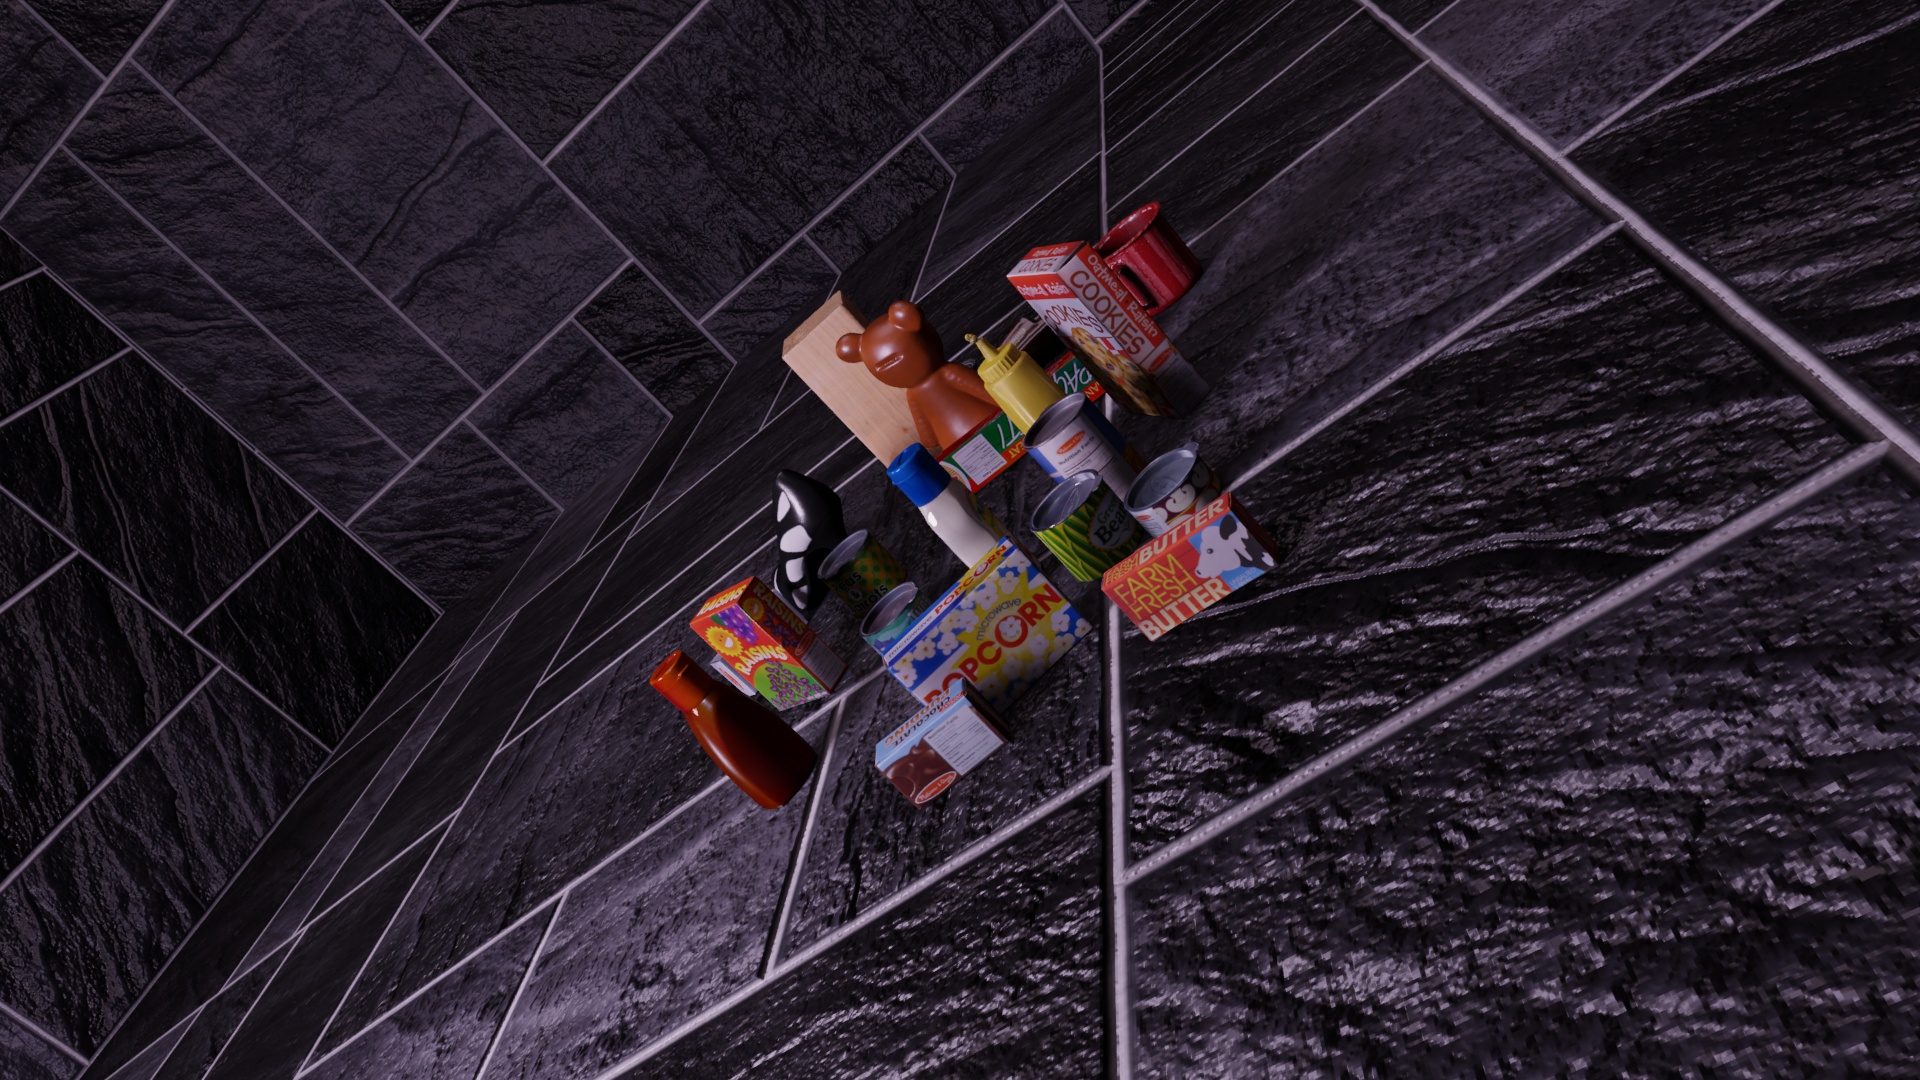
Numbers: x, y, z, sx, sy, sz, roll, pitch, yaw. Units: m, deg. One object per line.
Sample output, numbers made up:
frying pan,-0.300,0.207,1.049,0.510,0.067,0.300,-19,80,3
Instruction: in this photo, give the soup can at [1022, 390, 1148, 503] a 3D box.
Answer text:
soup can,0.101,-0.069,1.122,0.071,0.083,0.071,-38,19,16

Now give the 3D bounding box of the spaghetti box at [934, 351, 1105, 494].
spaghetti box,0.055,-0.111,1.362,0.249,0.050,0.029,-37,19,18

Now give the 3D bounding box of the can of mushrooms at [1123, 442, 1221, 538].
can of mushrooms,0.157,-0.036,1.014,0.071,0.033,0.071,-38,19,16

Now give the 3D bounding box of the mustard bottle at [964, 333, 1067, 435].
mustard bottle,0.062,-0.122,1.199,0.049,0.160,0.065,-46,18,-6

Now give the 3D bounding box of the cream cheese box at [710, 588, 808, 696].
cream cheese box,-0.205,0.105,1.425,0.024,0.053,0.104,-20,29,51

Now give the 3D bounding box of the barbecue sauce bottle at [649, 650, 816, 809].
barbecue sauce bottle,-0.188,0.151,1.136,0.043,0.148,0.065,-21,29,50

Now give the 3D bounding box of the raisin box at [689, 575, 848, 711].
raisin box,-0.175,0.095,1.272,0.086,0.123,0.040,-23,27,47

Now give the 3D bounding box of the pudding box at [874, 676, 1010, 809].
pudding box,-0.013,0.139,0.956,0.083,0.049,0.030,-40,18,11

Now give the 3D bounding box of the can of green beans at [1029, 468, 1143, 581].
can of green beans,0.095,-0.011,1.048,0.071,0.057,0.071,-38,19,16

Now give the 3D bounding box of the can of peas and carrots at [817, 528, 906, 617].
can of peas and carrots,-0.095,0.033,1.345,0.071,0.058,0.071,-38,19,16

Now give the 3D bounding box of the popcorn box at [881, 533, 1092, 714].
popcorn box,0.018,0.071,0.985,0.126,0.085,0.038,-43,18,1

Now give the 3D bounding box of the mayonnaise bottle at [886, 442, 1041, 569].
mayonnaise bottle,0.004,-0.014,1.100,0.041,0.148,0.065,-38,19,16

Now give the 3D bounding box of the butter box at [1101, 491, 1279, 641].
butter box,0.146,0.018,0.887,0.103,0.053,0.024,-35,20,25

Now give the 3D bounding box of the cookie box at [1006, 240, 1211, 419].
cookie box,0.124,-0.179,1.182,0.040,0.167,0.123,-46,18,-6

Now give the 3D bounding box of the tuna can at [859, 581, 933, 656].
tuna can,-0.052,0.069,1.217,0.071,0.033,0.071,-38,19,16
